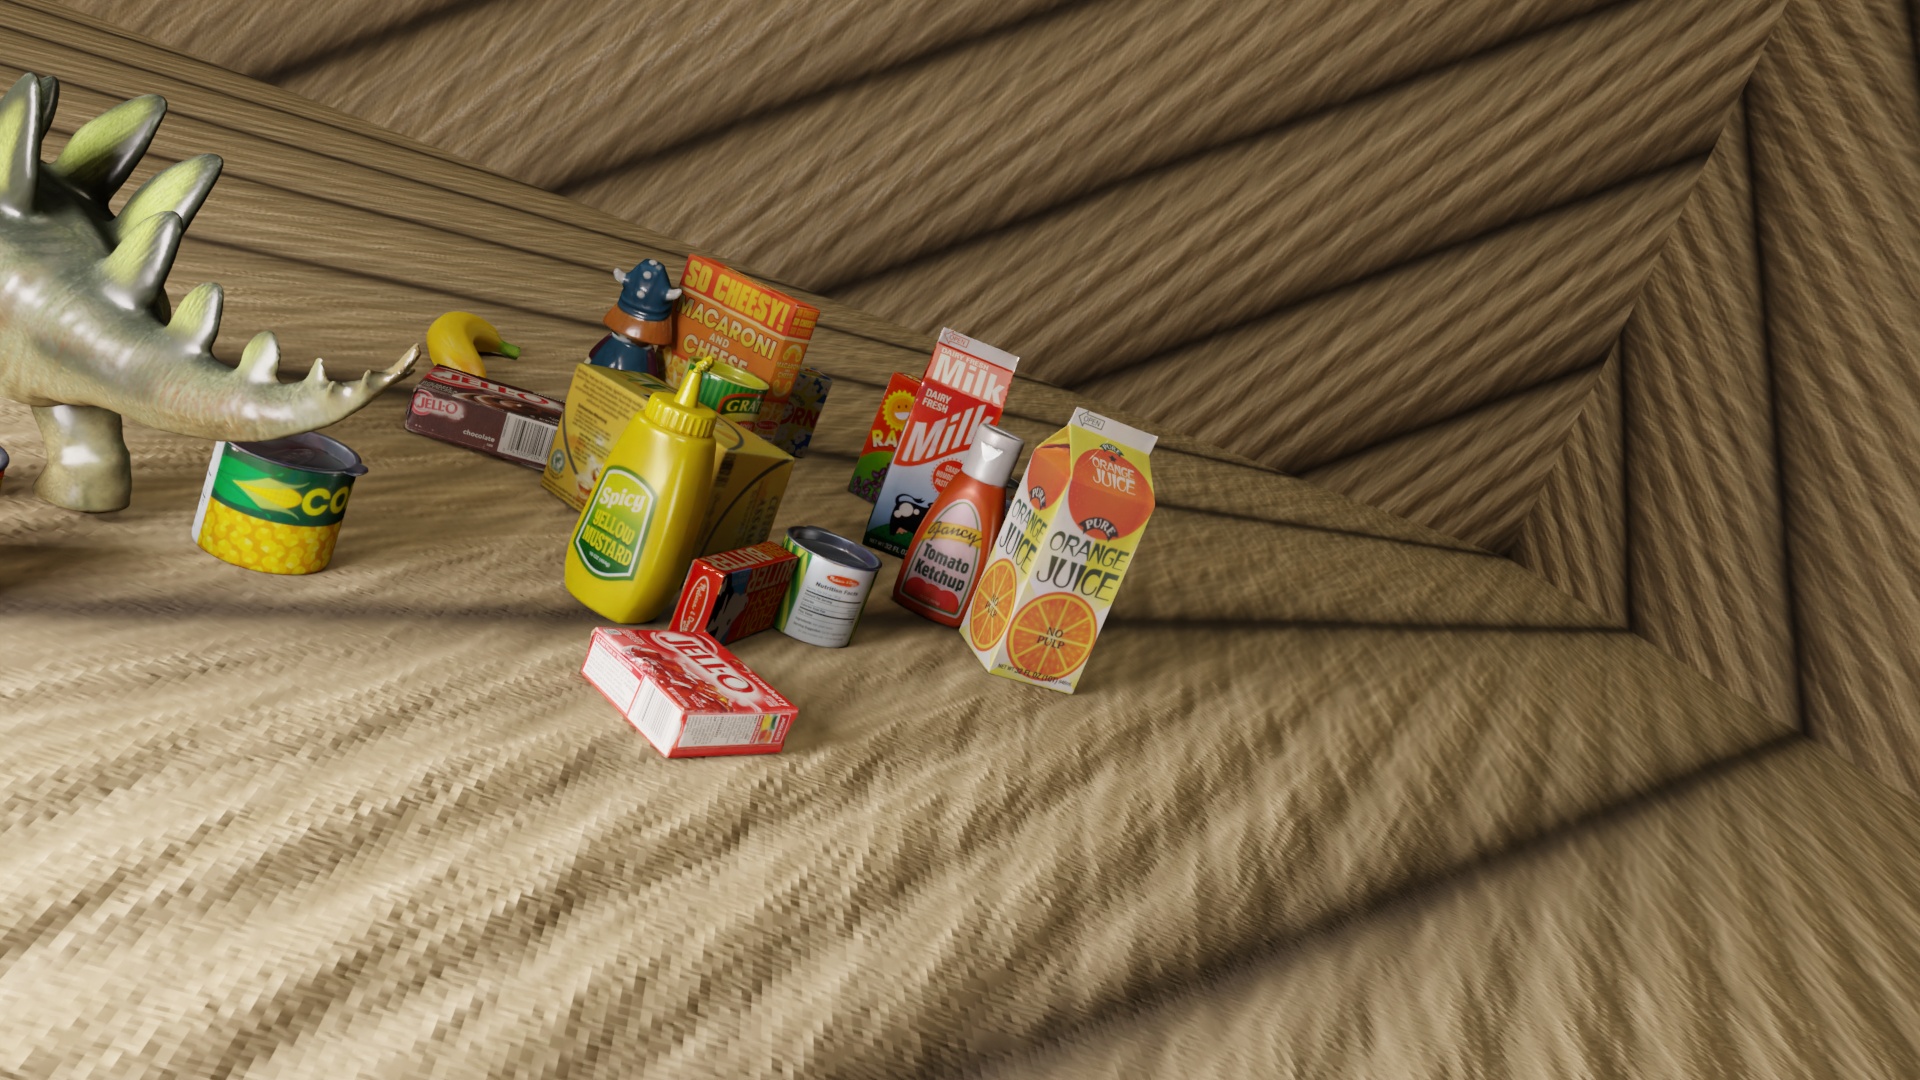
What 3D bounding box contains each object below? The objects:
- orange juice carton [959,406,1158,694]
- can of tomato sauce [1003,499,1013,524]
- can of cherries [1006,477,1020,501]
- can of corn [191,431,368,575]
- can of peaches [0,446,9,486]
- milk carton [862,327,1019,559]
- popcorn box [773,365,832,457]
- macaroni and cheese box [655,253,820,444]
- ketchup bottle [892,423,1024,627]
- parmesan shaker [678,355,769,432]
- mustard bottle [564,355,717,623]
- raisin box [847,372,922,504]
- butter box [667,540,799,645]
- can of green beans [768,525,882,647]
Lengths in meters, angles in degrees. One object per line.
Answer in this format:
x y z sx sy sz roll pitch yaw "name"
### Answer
0.075 0.003 0.989 0.072 0.192 0.073 17 13 -23 "orange juice carton"
0.024 0.012 1.117 0.071 0.083 0.071 21 13 -5 "can of tomato sauce"
0.020 -0.040 1.376 0.071 0.058 0.071 21 13 -5 "can of cherries"
-0.342 -0.021 0.699 0.071 0.058 0.071 21 13 -5 "can of corn"
-0.417 -0.013 0.542 0.071 0.058 0.071 21 13 -5 "can of peaches"
-0.017 -0.079 1.177 0.072 0.190 0.073 21 12 -5 "milk carton"
-0.194 -0.134 1.340 0.127 0.085 0.038 9 18 -45 "popcorn box"
-0.202 -0.143 1.181 0.124 0.166 0.040 28 13 24 "macaroni and cheese box"
0.004 -0.013 1.036 0.065 0.148 0.043 24 12 10 "ketchup bottle"
-0.198 -0.086 1.097 0.071 0.102 0.071 21 12 -5 "parmesan shaker"
-0.175 -0.033 0.795 0.065 0.159 0.049 27 13 21 "mustard bottle"
-0.043 -0.086 1.311 0.086 0.123 0.040 28 13 24 "raisin box"
-0.136 0.033 0.833 0.024 0.053 0.104 25 13 14 "butter box"
-0.092 0.030 0.906 0.071 0.057 0.071 21 13 -5 "can of green beans"
